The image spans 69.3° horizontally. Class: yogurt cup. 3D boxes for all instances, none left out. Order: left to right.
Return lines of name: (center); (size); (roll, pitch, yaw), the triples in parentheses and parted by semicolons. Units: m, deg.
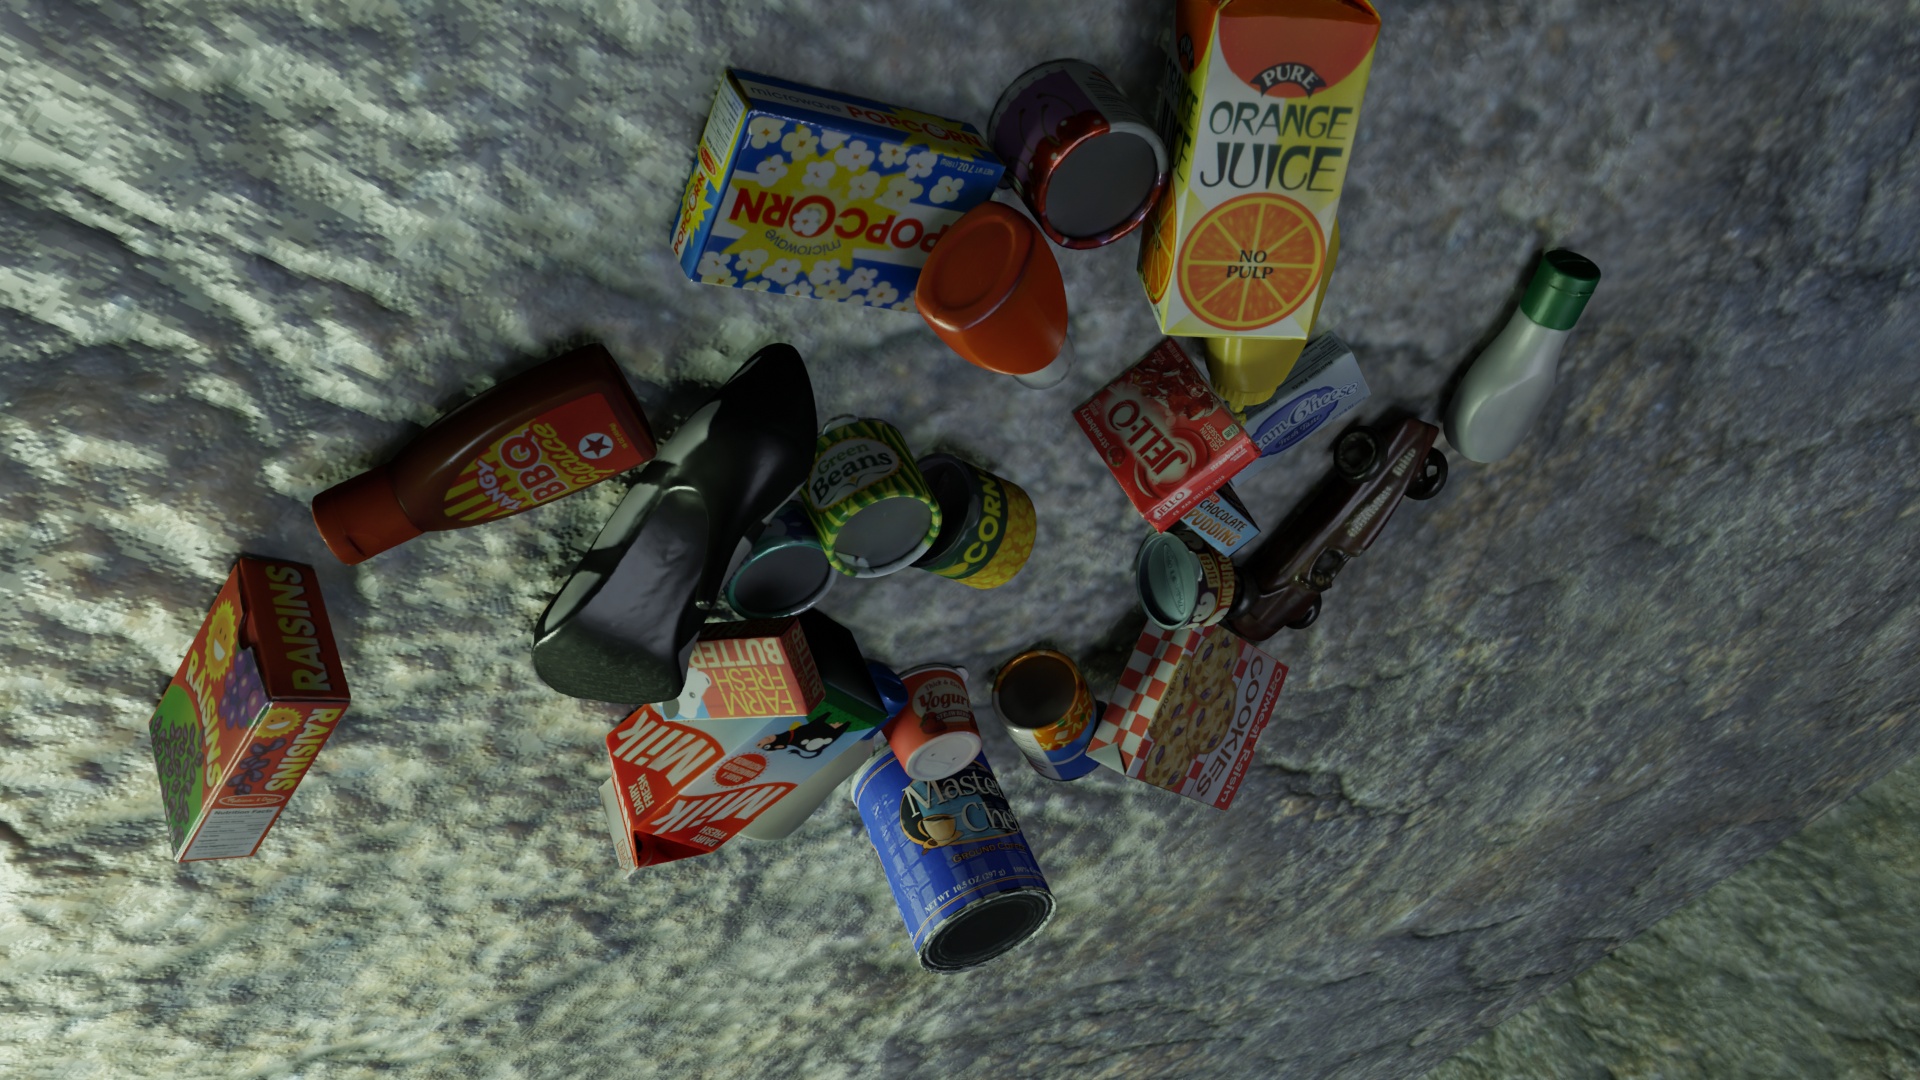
yogurt cup: (-0.020, 0.126, 0.940); (0.072, 0.054, 0.072); (-16, 141, -14)

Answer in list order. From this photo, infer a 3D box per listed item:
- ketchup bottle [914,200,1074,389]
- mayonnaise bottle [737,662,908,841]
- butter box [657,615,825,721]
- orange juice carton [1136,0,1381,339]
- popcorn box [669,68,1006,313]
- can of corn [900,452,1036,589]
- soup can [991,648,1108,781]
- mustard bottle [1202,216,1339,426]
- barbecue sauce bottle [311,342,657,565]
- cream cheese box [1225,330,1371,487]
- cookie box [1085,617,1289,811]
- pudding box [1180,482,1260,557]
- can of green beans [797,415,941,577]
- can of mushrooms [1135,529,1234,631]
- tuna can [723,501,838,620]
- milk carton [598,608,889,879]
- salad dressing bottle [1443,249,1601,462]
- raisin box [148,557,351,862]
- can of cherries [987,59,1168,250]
ketchup bottle: (0.025, -0.108, 0.671); (0.064, 0.043, 0.148); (-53, 162, 2)
mayonnaise bottle: (-0.095, 0.141, 0.923); (0.147, 0.041, 0.065); (-45, 141, 19)
butter box: (-0.129, 0.073, 0.777); (0.103, 0.024, 0.053); (-6, 113, 28)
orange juice carton: (0.133, -0.192, 0.627); (0.073, 0.072, 0.191); (0, 126, -6)
popcorn box: (-0.055, -0.150, 0.615); (0.127, 0.038, 0.084); (2, 132, -34)
can of corn: (0.003, -0.010, 0.786); (0.058, 0.071, 0.071); (21, 121, -46)
soup can: (0.067, 0.121, 0.981); (0.071, 0.071, 0.083); (-29, 142, 1)
mustard bottle: (0.164, -0.124, 0.773); (0.065, 0.049, 0.159); (-12, 140, -13)
barbecue sauce bottle: (-0.220, -0.035, 0.640); (0.149, 0.044, 0.064); (-25, 141, -4)
cream cheese box: (0.200, -0.081, 0.865); (0.103, 0.024, 0.053); (-35, 141, 9)
cookie box: (0.172, 0.124, 1.017); (0.167, 0.040, 0.123); (29, 85, -51)
pudding box: (0.151, -0.028, 0.873); (0.030, 0.050, 0.083); (-38, 141, 16)
can of green beans: (-0.050, -0.022, 0.749); (0.071, 0.058, 0.071); (-17, 141, -14)
can of mushrooms: (0.150, 0.025, 0.918); (0.033, 0.071, 0.070); (-4, 136, -29)
tuna can: (-0.105, 0.012, 0.774); (0.071, 0.033, 0.070); (-18, 141, -14)
milk carton: (-0.145, 0.125, 0.846); (0.190, 0.072, 0.073); (-38, 142, 12)
salad dressing bottle: (0.368, -0.119, 0.910); (0.064, 0.044, 0.146); (-7, 137, -22)
raisin box: (-0.342, 0.081, 0.663); (0.040, 0.086, 0.123); (11, 128, -47)
can of cherries: (0.052, -0.174, 0.637); (0.071, 0.058, 0.071); (-17, 141, -15)
